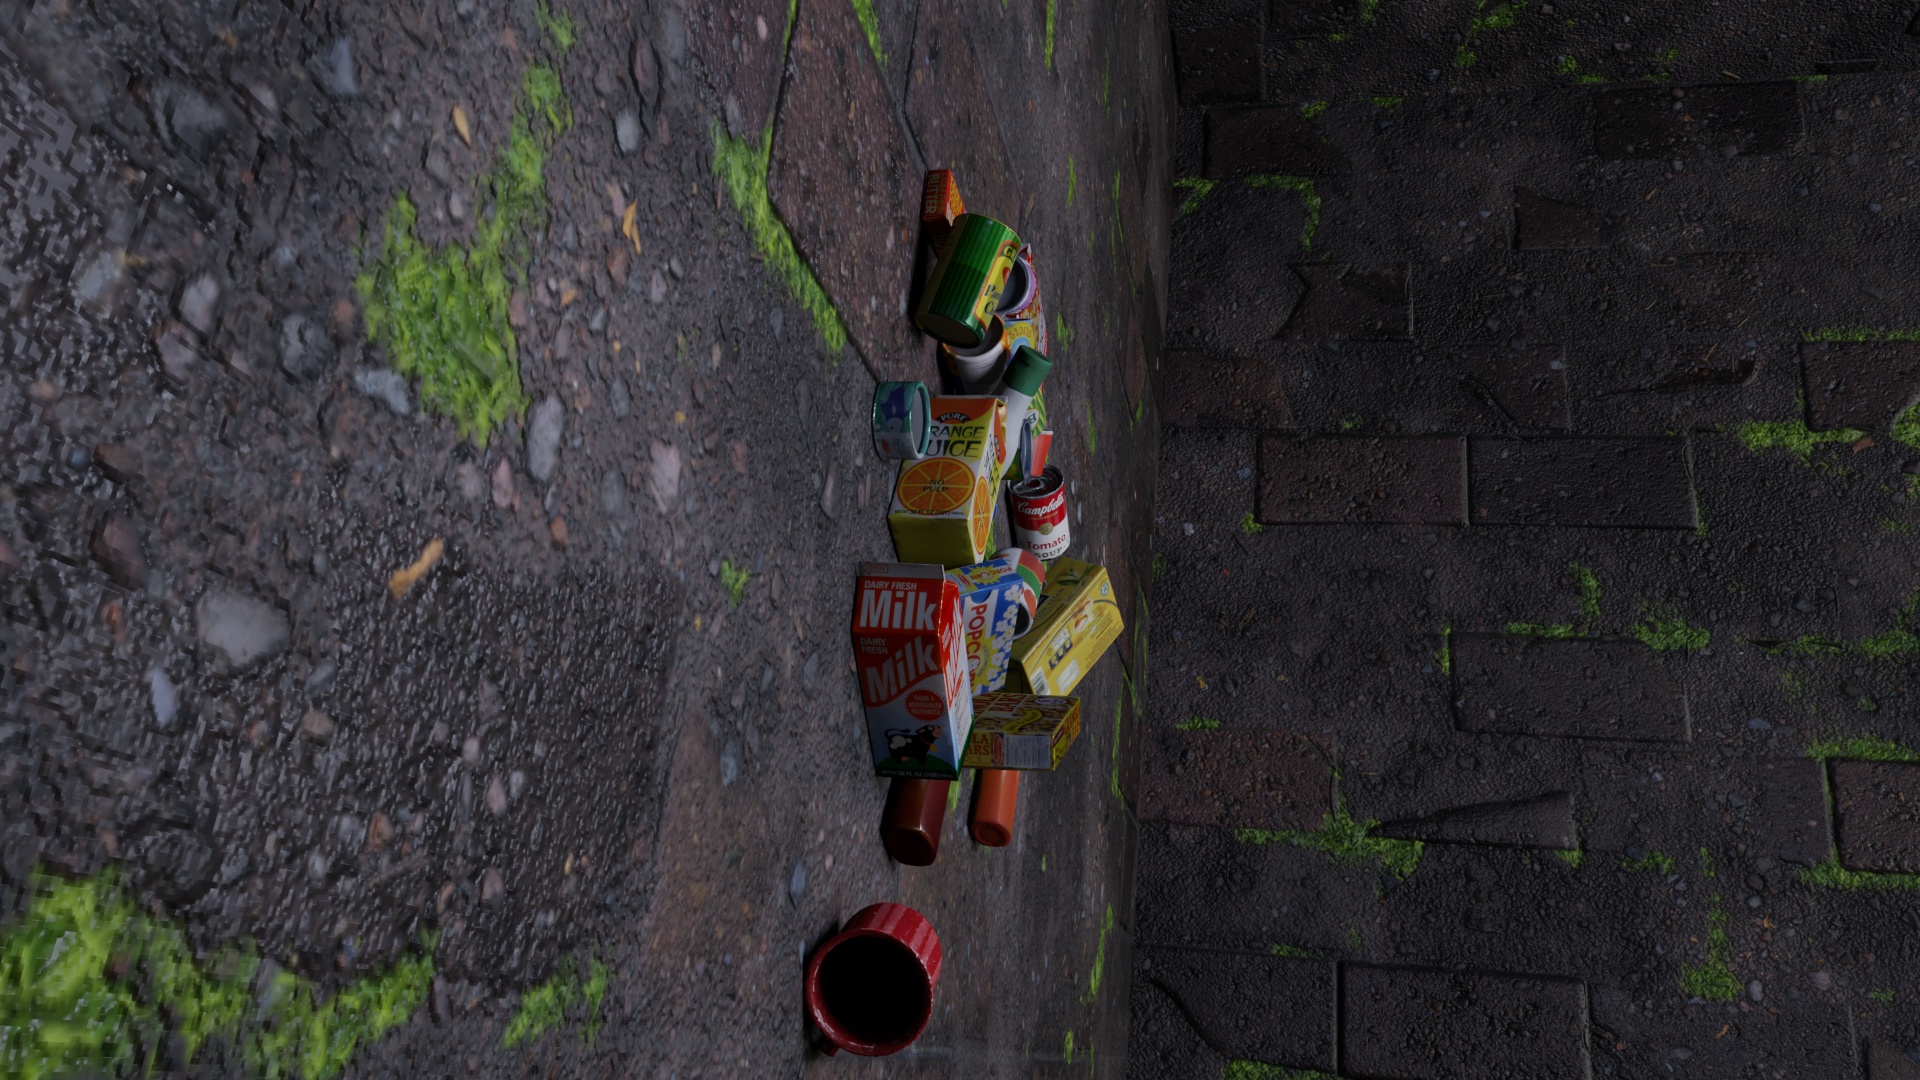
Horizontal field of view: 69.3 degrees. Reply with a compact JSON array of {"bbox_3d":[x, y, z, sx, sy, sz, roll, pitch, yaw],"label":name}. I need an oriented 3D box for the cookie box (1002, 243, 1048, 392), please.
[{"bbox_3d":[0.068,-0.241,1.609,0.166,0.040,0.123,72,23,-54],"label":"cookie box"}]

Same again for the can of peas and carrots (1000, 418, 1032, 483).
[{"bbox_3d":[0.043,-0.094,1.477,0.071,0.059,0.071,0,92,-77],"label":"can of peas and carrots"}]

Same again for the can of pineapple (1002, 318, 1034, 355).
[{"bbox_3d":[0.046,-0.203,1.460,0.071,0.071,0.057,-42,131,-72],"label":"can of pineapple"}]

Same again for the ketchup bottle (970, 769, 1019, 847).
[{"bbox_3d":[0.044,0.259,1.535,0.064,0.043,0.149,76,20,-50],"label":"ketchup bottle"}]

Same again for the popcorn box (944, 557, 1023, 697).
[{"bbox_3d":[0.002,0.082,1.202,0.038,0.085,0.126,50,-38,43],"label":"popcorn box"}]

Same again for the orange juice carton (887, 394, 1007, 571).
[{"bbox_3d":[-0.006,-0.065,1.245,0.072,0.072,0.194,77,19,-47],"label":"orange juice carton"}]

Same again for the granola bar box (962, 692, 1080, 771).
[{"bbox_3d":[0.045,0.186,1.361,0.166,0.124,0.039,-23,114,-75],"label":"granola bar box"}]

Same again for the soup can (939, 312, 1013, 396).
[{"bbox_3d":[0.019,-0.178,1.357,0.083,0.071,0.072,70,25,-55],"label":"soup can"}]

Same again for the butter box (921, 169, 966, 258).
[{"bbox_3d":[-0.012,-0.299,1.305,0.103,0.024,0.053,58,35,-67],"label":"butter box"}]

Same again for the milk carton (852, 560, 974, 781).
[{"bbox_3d":[-0.038,0.098,1.124,0.074,0.072,0.189,-69,157,-56],"label":"milk carton"}]

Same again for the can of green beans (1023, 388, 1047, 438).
[{"bbox_3d":[0.058,-0.148,1.520,0.057,0.071,0.071,74,22,-50],"label":"can of green beans"}]

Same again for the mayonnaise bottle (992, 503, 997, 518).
[{"bbox_3d":[0.005,-0.017,1.363,0.148,0.041,0.064,-50,141,-71],"label":"mayonnaise bottle"}]

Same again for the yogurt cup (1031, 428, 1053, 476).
[{"bbox_3d":[0.068,-0.103,1.575,0.072,0.072,0.054,-23,121,-75],"label":"yogurt cup"}]

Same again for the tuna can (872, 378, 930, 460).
[{"bbox_3d":[-0.048,-0.102,1.151,0.071,0.033,0.071,0,91,-76],"label":"tuna can"}]

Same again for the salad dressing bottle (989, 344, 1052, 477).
[{"bbox_3d":[0.036,-0.116,1.330,0.044,0.064,0.147,4,120,-57],"label":"salad dressing bottle"}]

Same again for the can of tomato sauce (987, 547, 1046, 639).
[{"bbox_3d":[0.054,0.059,1.512,0.083,0.071,0.070,-70,157,-52],"label":"can of tomato sauce"}]

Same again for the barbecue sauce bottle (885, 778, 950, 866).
[{"bbox_3d":[-0.030,0.208,1.225,0.064,0.043,0.149,78,18,-44],"label":"barbecue sauce bottle"}]

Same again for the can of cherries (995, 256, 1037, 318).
[{"bbox_3d":[0.044,-0.266,1.455,0.058,0.071,0.071,-26,116,-77],"label":"can of cherries"}]

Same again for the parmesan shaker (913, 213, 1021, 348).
[{"bbox_3d":[0.006,-0.231,1.249,0.071,0.071,0.103,57,51,-67],"label":"parmesan shaker"}]
